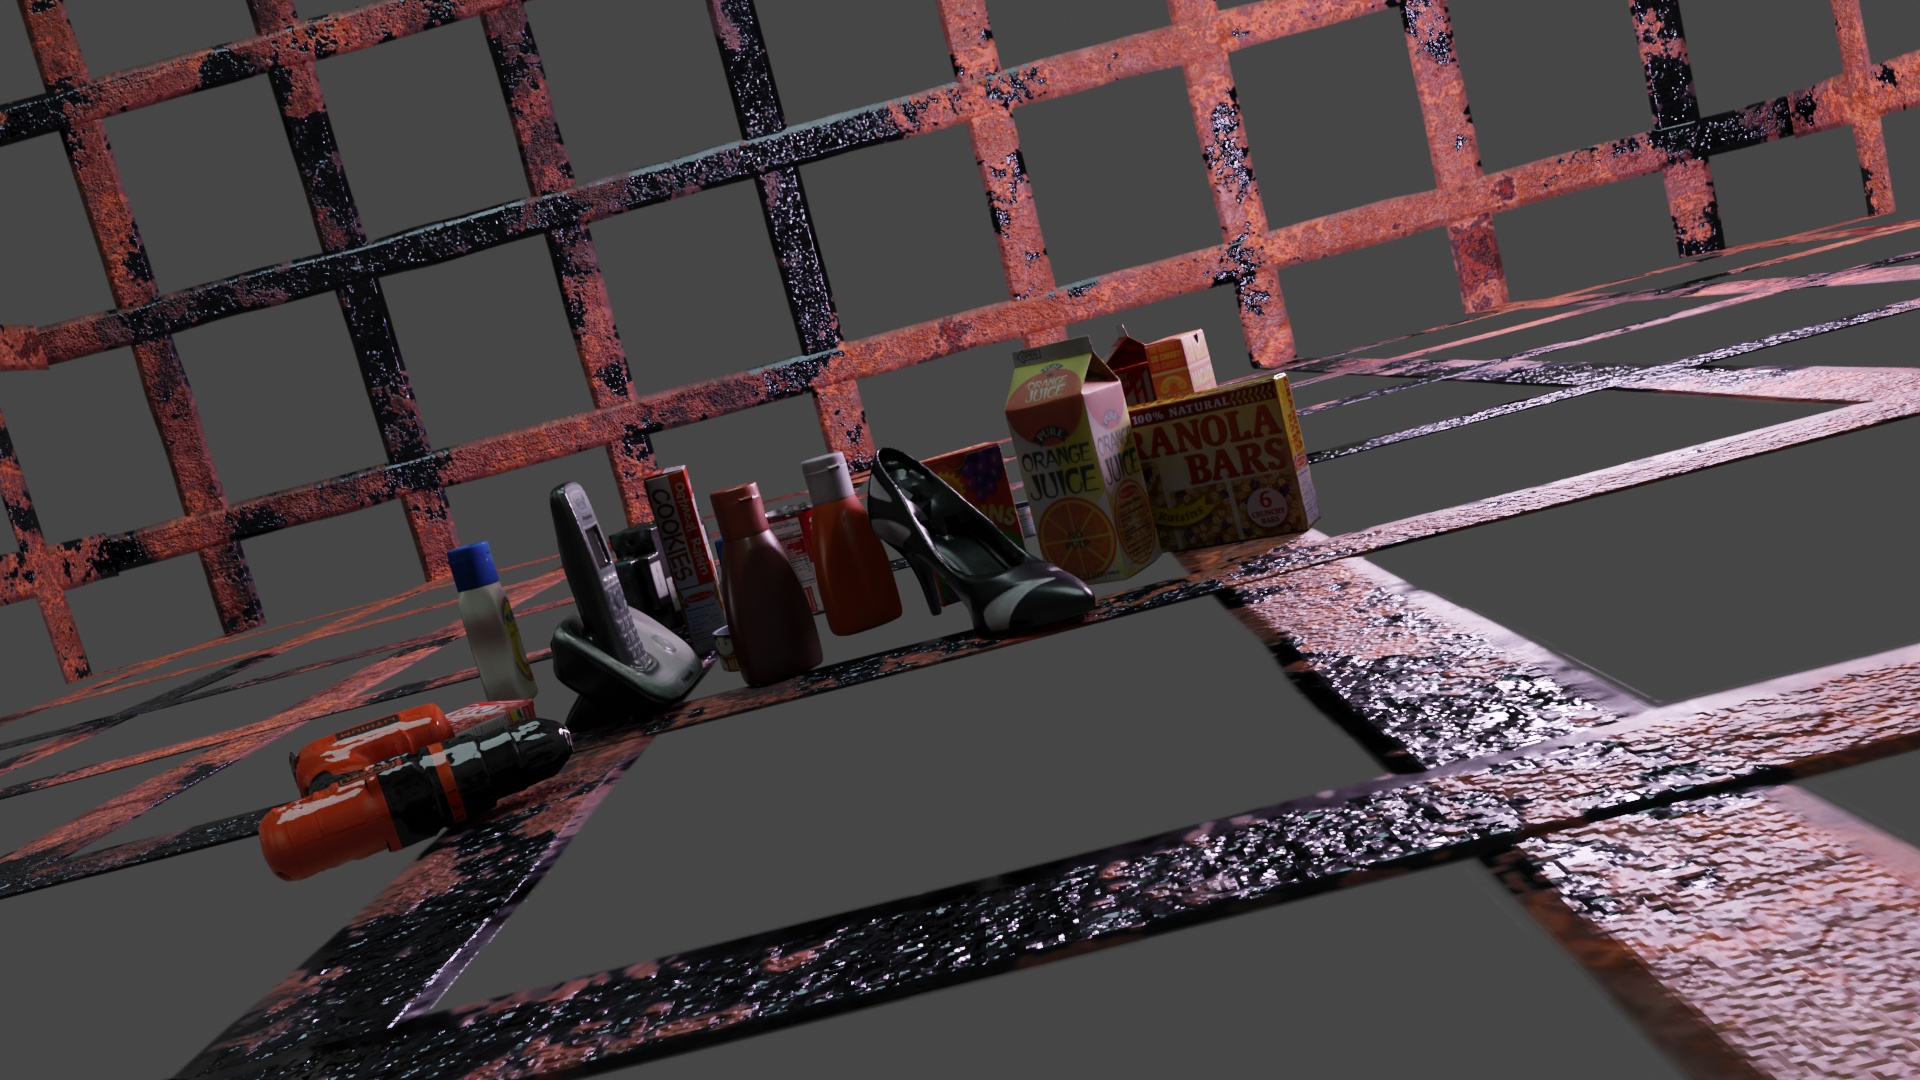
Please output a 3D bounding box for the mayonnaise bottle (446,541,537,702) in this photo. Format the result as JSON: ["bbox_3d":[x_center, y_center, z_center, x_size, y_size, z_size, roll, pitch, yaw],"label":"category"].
[{"bbox_3d":[-0.417,0.076,1.235,0.041,0.148,0.065,-15,7,-4],"label":"mayonnaise bottle"}]

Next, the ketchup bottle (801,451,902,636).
[{"bbox_3d":[-0.096,0.002,1.160,0.065,0.148,0.043,-19,8,-29],"label":"ketchup bottle"}]

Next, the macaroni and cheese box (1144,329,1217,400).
[{"bbox_3d":[0.229,-0.118,1.351,0.040,0.166,0.124,-12,7,21],"label":"macaroni and cheese box"}]

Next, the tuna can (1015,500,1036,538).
[{"bbox_3d":[0.055,-0.019,1.471,0.071,0.032,0.071,-14,7,2],"label":"tuna can"}]

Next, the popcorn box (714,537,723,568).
[{"bbox_3d":[-0.207,0.027,1.437,0.038,0.085,0.127,-13,7,12],"label":"popcorn box"}]

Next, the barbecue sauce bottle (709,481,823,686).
[{"bbox_3d":[-0.152,0.031,1.047,0.065,0.148,0.043,-19,8,-31],"label":"barbecue sauce bottle"}]

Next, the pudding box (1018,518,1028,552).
[{"bbox_3d":[0.039,0.004,1.263,0.030,0.049,0.084,-13,7,12],"label":"pudding box"}]

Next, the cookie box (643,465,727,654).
[{"bbox_3d":[-0.256,0.014,1.304,0.040,0.167,0.123,-16,7,-9],"label":"cookie box"}]

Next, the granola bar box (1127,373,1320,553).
[{"bbox_3d":[0.196,-0.058,1.133,0.165,0.124,0.039,-11,8,30],"label":"granola bar box"}]

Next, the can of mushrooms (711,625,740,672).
[{"bbox_3d":[-0.168,0.083,1.142,0.071,0.033,0.071,-14,7,2],"label":"can of mushrooms"}]

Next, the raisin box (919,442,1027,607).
[{"bbox_3d":[0.004,-0.015,1.186,0.086,0.123,0.040,-16,7,-13],"label":"raisin box"}]

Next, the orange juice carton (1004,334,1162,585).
[{"bbox_3d":[0.095,-0.064,1.111,0.071,0.192,0.073,-10,8,33],"label":"orange juice carton"}]

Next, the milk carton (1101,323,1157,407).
[{"bbox_3d":[0.186,-0.129,1.425,0.073,0.190,0.072,-14,7,2],"label":"milk carton"}]
